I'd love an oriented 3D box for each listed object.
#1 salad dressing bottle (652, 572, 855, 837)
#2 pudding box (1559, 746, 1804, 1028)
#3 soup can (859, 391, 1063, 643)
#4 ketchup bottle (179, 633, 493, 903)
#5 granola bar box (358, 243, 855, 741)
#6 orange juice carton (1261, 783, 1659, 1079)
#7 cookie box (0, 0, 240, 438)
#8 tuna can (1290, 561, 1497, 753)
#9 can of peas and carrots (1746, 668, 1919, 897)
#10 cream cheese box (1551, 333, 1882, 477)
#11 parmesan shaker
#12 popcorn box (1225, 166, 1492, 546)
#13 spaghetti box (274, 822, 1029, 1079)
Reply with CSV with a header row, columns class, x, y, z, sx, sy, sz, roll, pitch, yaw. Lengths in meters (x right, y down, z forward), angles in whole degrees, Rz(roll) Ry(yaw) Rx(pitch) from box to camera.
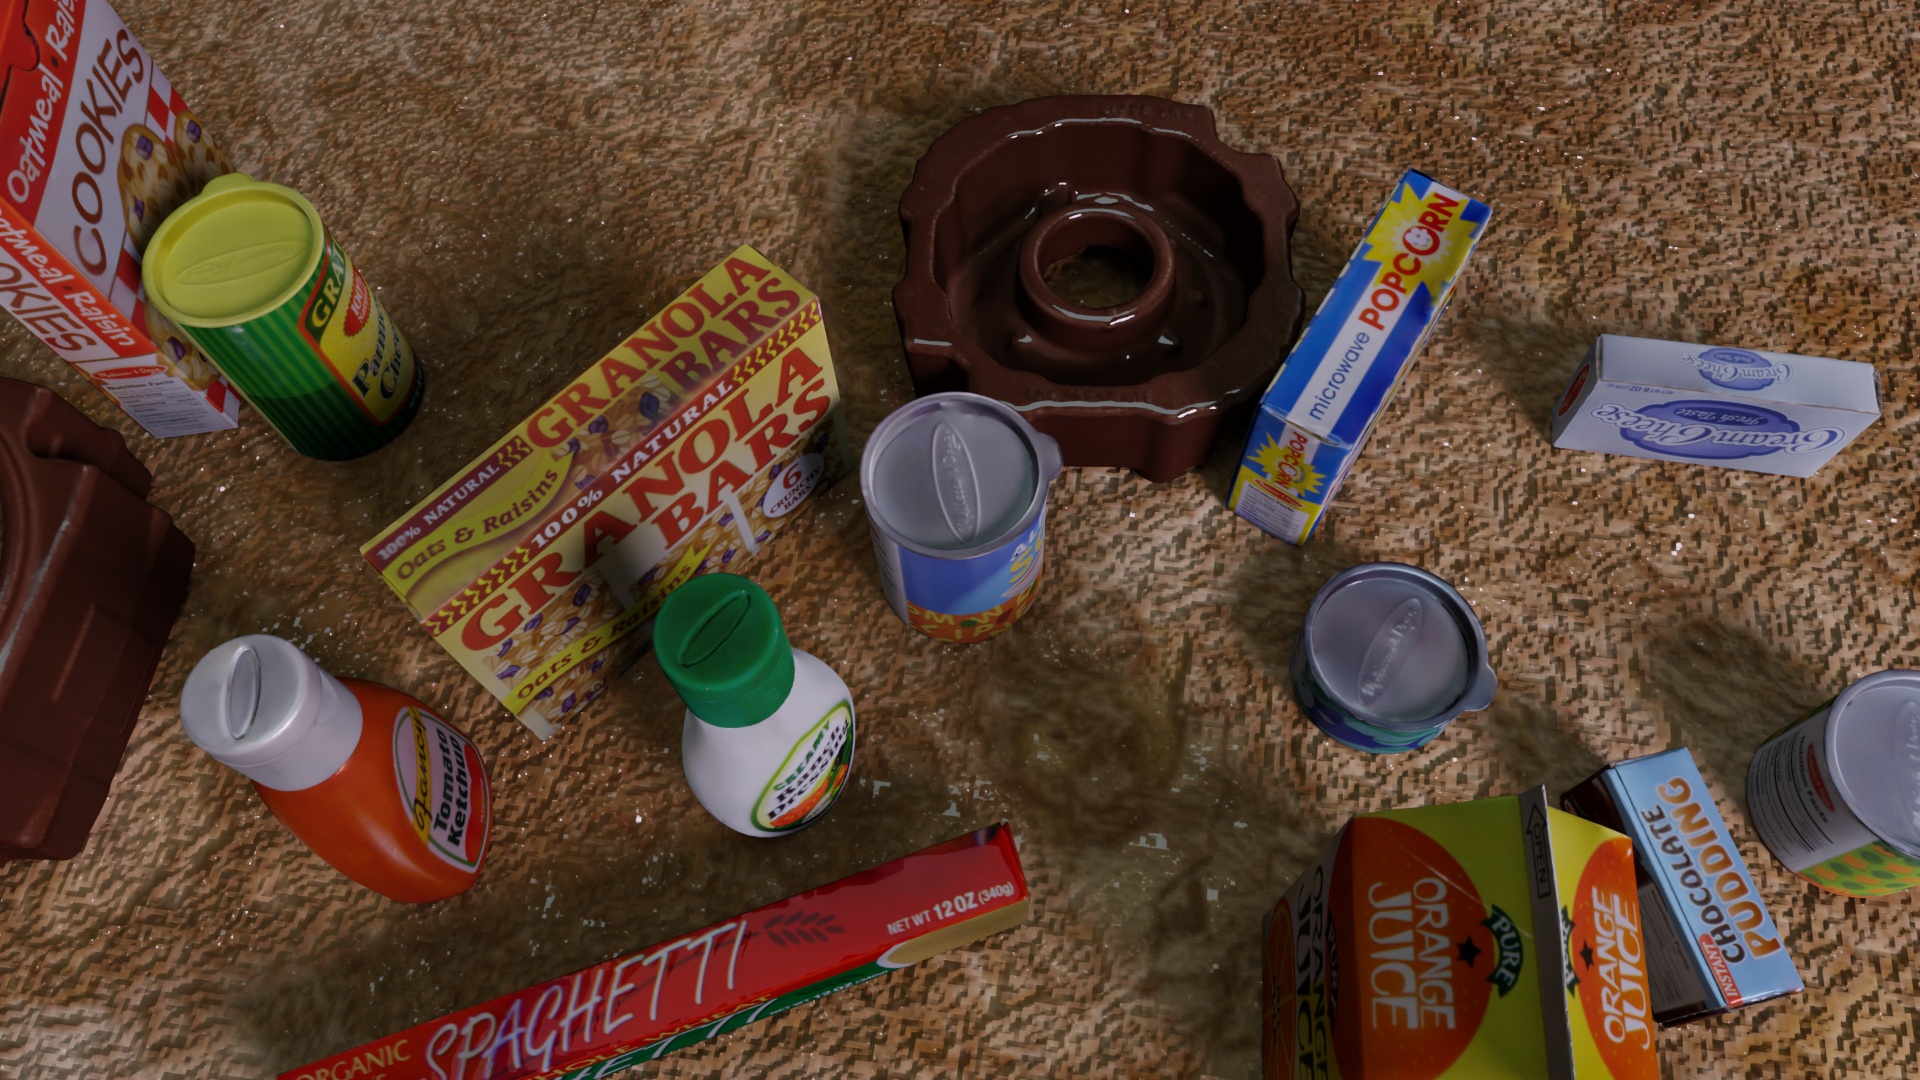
class,x,y,z,sx,sy,sz,roll,pitch,yaw
salad dressing bottle,-0.067,0.056,0.456,0.044,0.147,0.064,35,71,17
pudding box,0.240,0.117,0.469,0.030,0.049,0.084,-14,65,-4
soup can,0.002,-0.007,0.519,0.071,0.083,0.071,-1,65,2
ketchup bottle,-0.198,0.074,0.452,0.043,0.148,0.065,-9,65,-2
granola bar box,-0.117,-0.014,0.505,0.039,0.123,0.166,41,73,19
orange juice carton,0.135,0.127,0.389,0.073,0.192,0.072,4,65,4
cookie box,-0.338,-0.135,0.547,0.040,0.166,0.123,-7,65,-1
tuna can,0.160,0.045,0.516,0.071,0.032,0.071,-1,64,2
can of peas and carrots,0.319,0.085,0.477,0.071,0.058,0.071,-1,65,2
cream cheese box,0.294,-0.052,0.547,0.104,0.053,0.024,7,65,6
parmesan shaker,-0.266,-0.087,0.557,0.071,0.102,0.071,-1,65,2
popcorn box,0.154,-0.069,0.542,0.038,0.085,0.127,29,69,15
spaghetti box,-0.097,0.152,0.465,0.250,0.050,0.029,-18,65,-6
